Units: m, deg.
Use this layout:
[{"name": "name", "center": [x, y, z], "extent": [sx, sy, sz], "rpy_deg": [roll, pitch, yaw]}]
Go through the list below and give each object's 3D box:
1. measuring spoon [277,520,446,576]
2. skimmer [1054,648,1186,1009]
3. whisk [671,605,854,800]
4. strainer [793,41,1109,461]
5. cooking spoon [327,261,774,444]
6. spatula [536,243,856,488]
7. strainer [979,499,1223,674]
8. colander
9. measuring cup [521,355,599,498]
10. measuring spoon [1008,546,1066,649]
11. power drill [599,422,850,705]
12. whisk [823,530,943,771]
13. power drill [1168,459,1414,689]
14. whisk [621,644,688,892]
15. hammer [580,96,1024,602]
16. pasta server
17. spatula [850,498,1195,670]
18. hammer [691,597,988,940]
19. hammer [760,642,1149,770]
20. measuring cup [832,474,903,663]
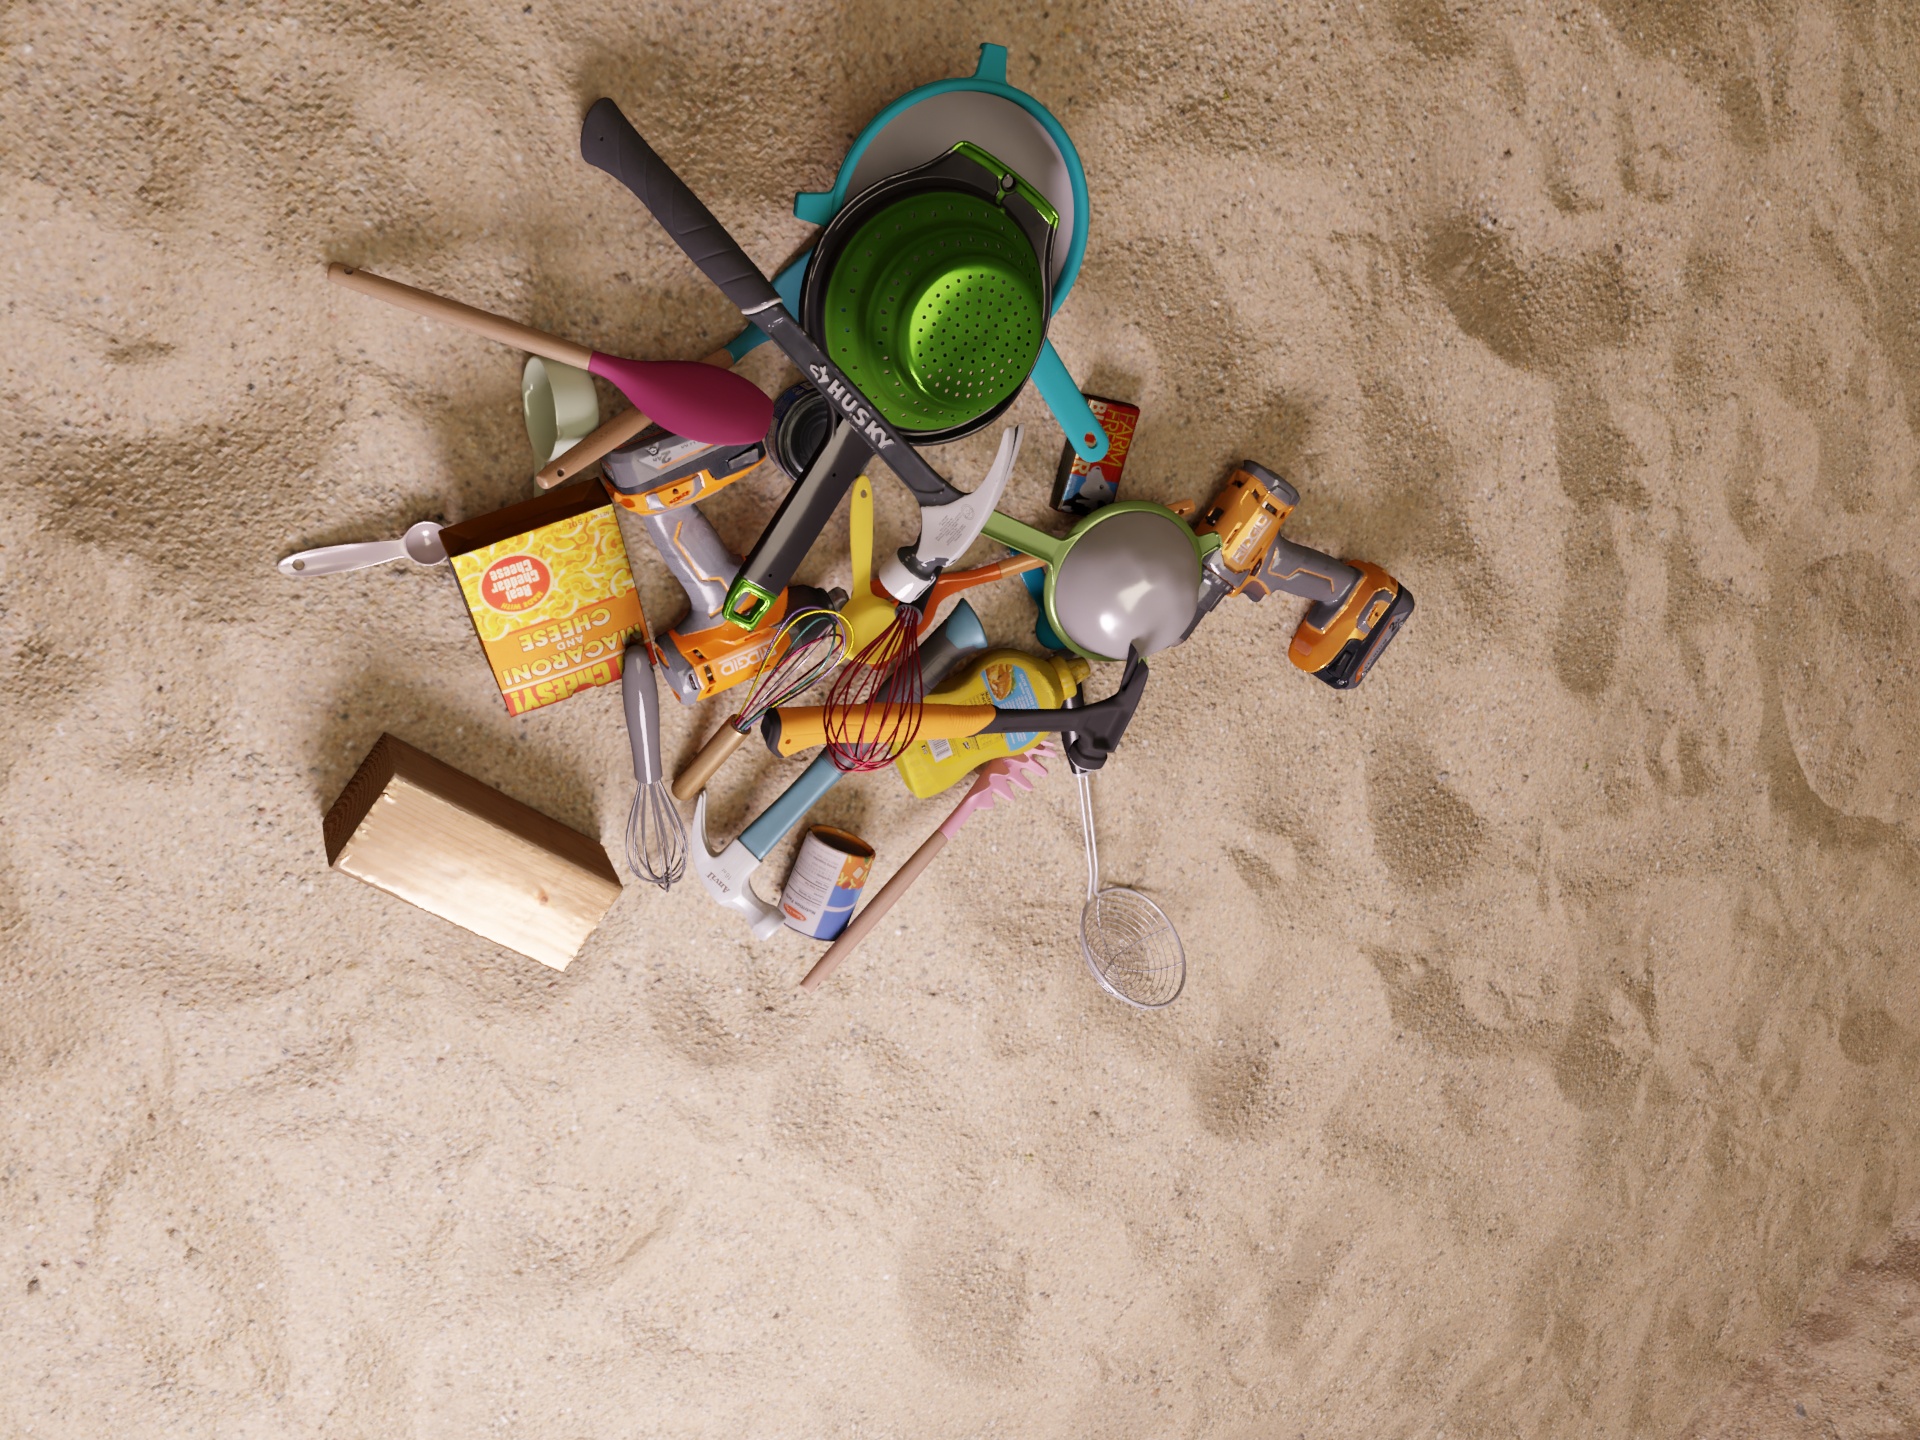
[{"name": "measuring spoon", "center": [-0.441, -0.126, 1.180], "extent": [0.124, 0.018, 0.034], "rpy_deg": [-11, 116, -13]}, {"name": "skimmer", "center": [0.148, 0.105, 1.508], "extent": [0.127, 0.090, 0.363], "rpy_deg": [-37, 126, -46]}, {"name": "whisk", "center": [-0.163, -0.007, 1.285], "extent": [0.047, 0.051, 0.245], "rpy_deg": [6, 140, -44]}, {"name": "strainer", "center": [0.017, -0.344, 1.255], "extent": [0.211, 0.095, 0.340], "rpy_deg": [-40, 127, -2]}, {"name": "cooking spoon", "center": [-0.287, -0.264, 1.127], "extent": [0.318, 0.017, 0.069], "rpy_deg": [17, 63, -10]}, {"name": "spatula", "center": [-0.187, -0.261, 1.187], "extent": [0.317, 0.044, 0.082], "rpy_deg": [-43, 125, -29]}, {"name": "strainer", "center": [0.109, -0.126, 1.350], "extent": [0.256, 0.069, 0.151], "rpy_deg": [20, 107, -29]}, {"name": "colander", "center": [-0.052, -0.222, 1.169], "extent": [0.204, 0.095, 0.397], "rpy_deg": [27, 102, -34]}, {"name": "measuring cup", "center": [-0.299, -0.193, 1.192], "extent": [0.038, 0.083, 0.167], "rpy_deg": [-12, 132, -29]}, {"name": "measuring spoon", "center": [0.074, -0.115, 1.417], "extent": [0.042, 0.021, 0.128], "rpy_deg": [-33, 121, -9]}, {"name": "power drill", "center": [-0.182, -0.138, 1.257], "extent": [0.164, 0.084, 0.226], "rpy_deg": [-24, 123, -17]}, {"name": "whisk", "center": [-0.047, -0.070, 1.260], "extent": [0.073, 0.296, 0.073], "rpy_deg": [9, 138, 9]}, {"name": "power drill", "center": [0.295, -0.112, 1.492], "extent": [0.226, 0.084, 0.185], "rpy_deg": [31, 99, -28]}, {"name": "whisk", "center": [-0.253, 0.042, 1.298], "extent": [0.055, 0.055, 0.238], "rpy_deg": [-12, 125, -20]}, {"name": "hammer", "center": [-0.123, -0.279, 1.112], "extent": [0.409, 0.036, 0.149], "rpy_deg": [48, 117, 4]}, {"name": "pasta server", "center": [-0.028, 0.127, 1.425], "extent": [0.316, 0.040, 0.060], "rpy_deg": [-47, 157, -17]}, {"name": "spatula", "center": [0.058, -0.134, 1.380], "extent": [0.322, 0.041, 0.081], "rpy_deg": [-20, 119, -8]}, {"name": "hammer", "center": [-0.099, 0.028, 1.349], "extent": [0.128, 0.033, 0.331], "rpy_deg": [44, 93, -4]}, {"name": "hammer", "center": [-0.002, -0.004, 1.312], "extent": [0.336, 0.034, 0.127], "rpy_deg": [-2, 134, -29]}, {"name": "measuring cup", "center": [-0.073, -0.121, 1.298], "extent": [0.062, 0.029, 0.156], "rpy_deg": [-15, 114, -38]}]
